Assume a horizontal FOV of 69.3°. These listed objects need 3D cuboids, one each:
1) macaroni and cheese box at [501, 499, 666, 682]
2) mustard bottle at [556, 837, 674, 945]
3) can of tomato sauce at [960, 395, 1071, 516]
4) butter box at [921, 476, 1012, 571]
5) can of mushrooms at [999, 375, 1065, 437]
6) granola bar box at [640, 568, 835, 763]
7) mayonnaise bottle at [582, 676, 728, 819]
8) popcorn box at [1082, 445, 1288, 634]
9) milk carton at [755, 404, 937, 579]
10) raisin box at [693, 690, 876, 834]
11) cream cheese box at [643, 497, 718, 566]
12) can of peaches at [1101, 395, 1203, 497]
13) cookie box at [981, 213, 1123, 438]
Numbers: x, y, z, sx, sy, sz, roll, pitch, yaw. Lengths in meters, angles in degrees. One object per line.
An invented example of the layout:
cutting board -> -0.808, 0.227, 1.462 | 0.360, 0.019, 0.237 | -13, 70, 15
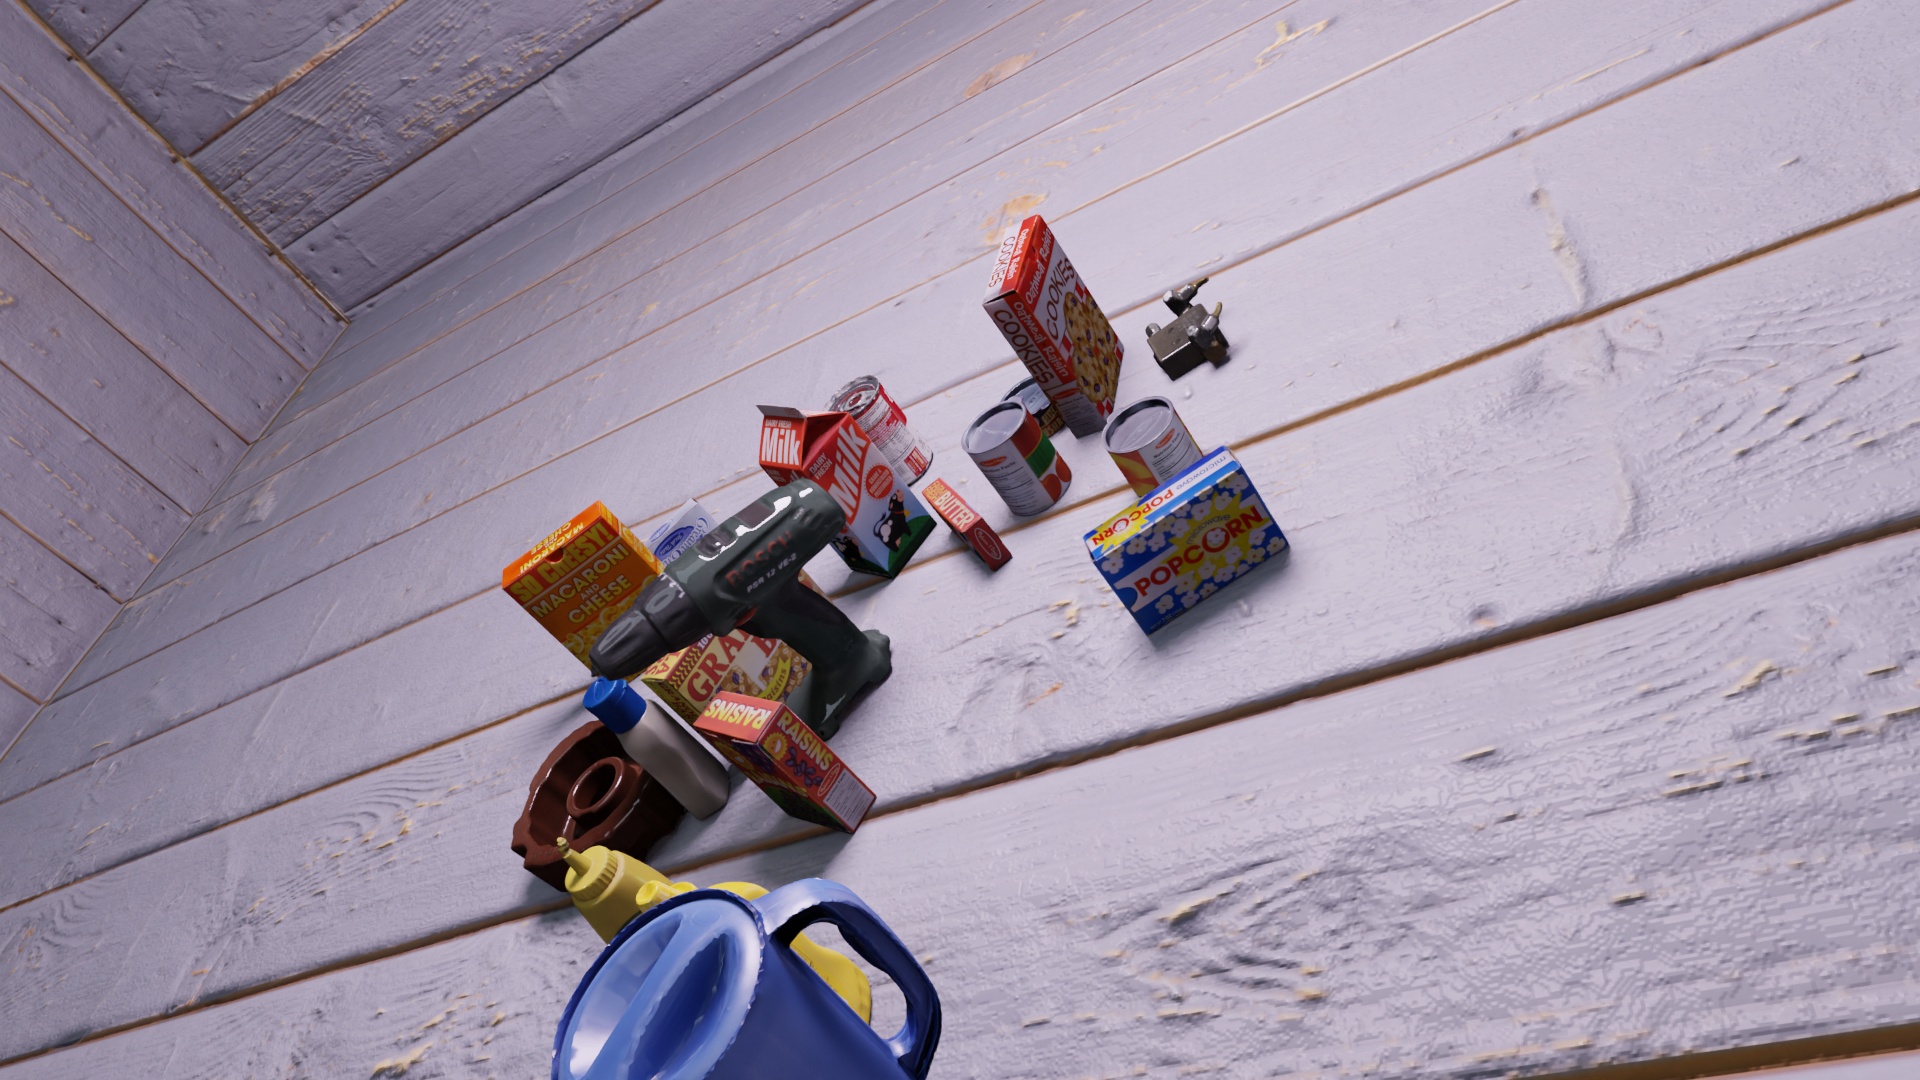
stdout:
macaroni and cheese box -> -0.352, 0.058, 1.386 | 0.123, 0.166, 0.040 | -36, 32, 4
mustard bottle -> -0.243, 0.268, 1.016 | 0.065, 0.159, 0.049 | -43, 32, -7
can of tomato sauce -> 0.051, -0.074, 1.229 | 0.071, 0.083, 0.071 | -26, 34, 19
butter box -> 0.004, -0.015, 1.230 | 0.024, 0.053, 0.104 | -40, 32, -3
can of mushrooms -> 0.072, -0.125, 1.319 | 0.071, 0.033, 0.071 | -26, 34, 19
granola bar box -> -0.184, 0.094, 1.212 | 0.039, 0.124, 0.166 | -2, 47, 44
mayonnaise bottle -> -0.254, 0.169, 1.164 | 0.041, 0.147, 0.065 | -35, 32, 6
popcorn box -> 0.165, 0.000, 1.019 | 0.126, 0.085, 0.038 | -34, 32, 8
milk carton -> -0.112, -0.056, 1.267 | 0.072, 0.190, 0.074 | 9, 55, 50
raisin box -> -0.135, 0.170, 1.067 | 0.086, 0.123, 0.040 | 4, 51, 47
cream cheese box -> -0.311, 0.008, 1.514 | 0.104, 0.053, 0.024 | -45, 32, -11
can of peaches -> 0.158, -0.077, 1.150 | 0.071, 0.058, 0.071 | -26, 34, 19
cookie box -> 0.089, -0.195, 1.265 | 0.040, 0.167, 0.123 | -18, 37, 30
